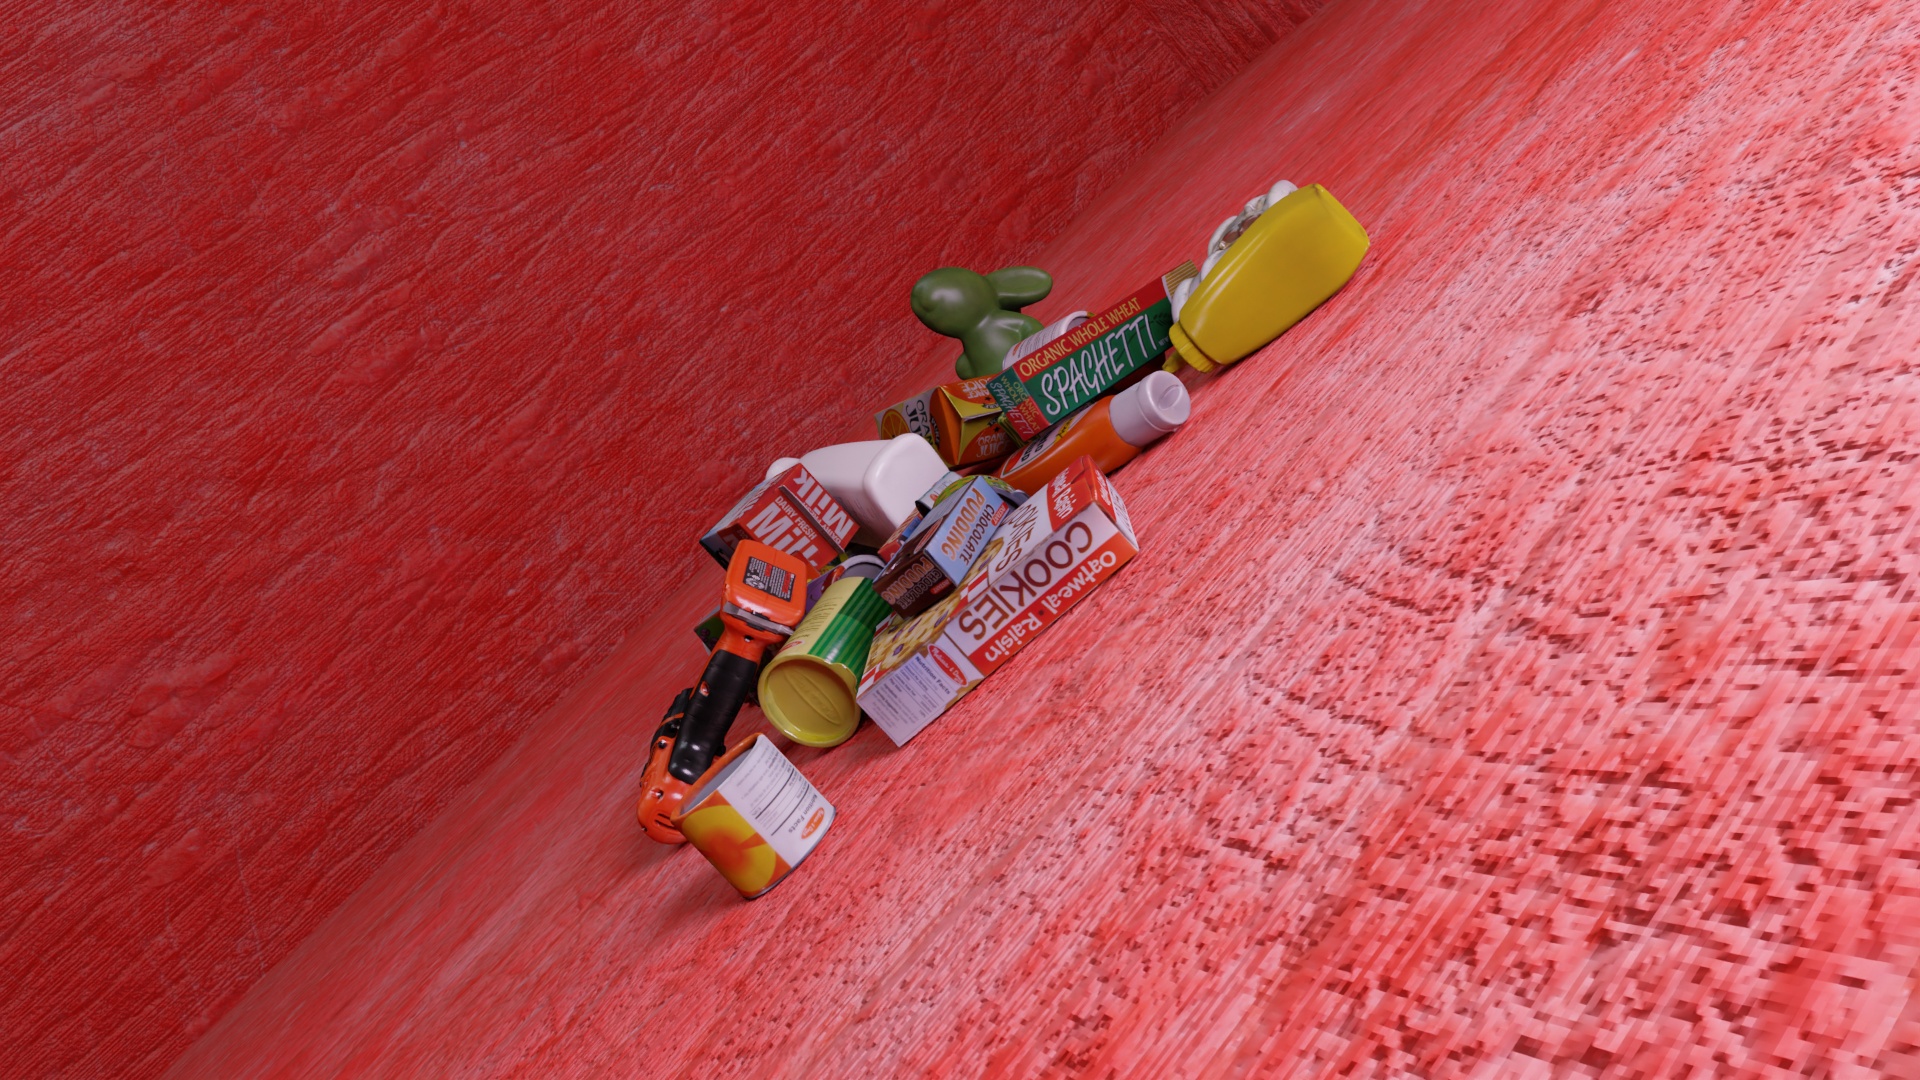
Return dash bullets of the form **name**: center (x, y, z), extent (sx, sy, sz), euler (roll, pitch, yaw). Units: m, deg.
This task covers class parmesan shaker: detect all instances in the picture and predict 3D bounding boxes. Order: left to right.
- **parmesan shaker**: center (-0.074, 0.073, 0.874), extent (0.071, 0.071, 0.103), euler (-36, 10, 30)

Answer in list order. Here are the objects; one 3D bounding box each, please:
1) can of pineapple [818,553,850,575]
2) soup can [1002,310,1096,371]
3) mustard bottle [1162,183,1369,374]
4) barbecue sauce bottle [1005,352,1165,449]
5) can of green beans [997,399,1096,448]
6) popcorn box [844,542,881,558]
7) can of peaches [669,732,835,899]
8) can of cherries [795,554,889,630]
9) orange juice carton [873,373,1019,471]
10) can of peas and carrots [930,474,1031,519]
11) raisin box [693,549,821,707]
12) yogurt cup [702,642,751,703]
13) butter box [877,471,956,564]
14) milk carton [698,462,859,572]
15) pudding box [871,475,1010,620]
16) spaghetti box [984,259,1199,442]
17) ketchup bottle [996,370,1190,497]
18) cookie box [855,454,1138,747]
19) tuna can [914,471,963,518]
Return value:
- **can of pineapple**: center (-0.112, 0.043, 1.172), extent (0.071, 0.058, 0.071), euler (-41, 10, 9)
- **soup can**: center (0.090, -0.155, 1.220), extent (0.083, 0.071, 0.072), euler (-21, 22, 52)
- **mustard bottle**: center (0.179, -0.152, 0.877), extent (0.159, 0.065, 0.049), euler (-41, 13, 28)
- **barbecue sauce bottle**: center (0.099, -0.120, 1.102), extent (0.148, 0.043, 0.065), euler (-30, 16, 48)
- **can of green beans**: center (0.070, -0.088, 1.032), extent (0.071, 0.058, 0.071), euler (-40, 10, 8)
- **popcorn box**: center (-0.071, -0.006, 1.277), extent (0.085, 0.038, 0.127), euler (-42, 10, -4)
- **can of peaches**: center (-0.110, 0.144, 0.727), extent (0.071, 0.058, 0.071), euler (-40, 10, 9)
- **can of cherries**: center (-0.076, 0.052, 0.983), extent (0.058, 0.071, 0.072), euler (-29, 16, 50)
- **orange juice carton**: center (-0.003, -0.101, 1.246), extent (0.072, 0.073, 0.192), euler (-14, 1, -26)
- **can of peas and carrots**: center (0.015, -0.008, 0.874), extent (0.071, 0.071, 0.059), euler (-41, 9, 4)
- **raisin box**: center (-0.141, 0.070, 1.080), extent (0.123, 0.086, 0.040), euler (-32, 9, 44)
- **yogurt cup**: center (-0.180, 0.097, 1.187), extent (0.054, 0.072, 0.072), euler (-34, 9, -4)
- **butter box**: center (-0.015, -0.002, 1.006), extent (0.024, 0.053, 0.104), euler (-32, 14, 39)
- **milk carton**: center (-0.145, -0.007, 1.130), extent (0.074, 0.072, 0.190), euler (-46, 11, -20)
- **pudding box**: center (-0.011, 0.004, 0.791), extent (0.049, 0.030, 0.084), euler (-34, 13, 39)
- **spaghetti box**: center (0.109, -0.140, 0.992), extent (0.028, 0.050, 0.251), euler (-31, 3, 46)
- **ketchup bottle**: center (0.087, -0.064, 0.905), extent (0.148, 0.043, 0.065), euler (-29, 13, 49)
- **cookie box**: center (0.020, 0.028, 0.776), extent (0.167, 0.040, 0.123), euler (-40, 10, 11)
- **tuna can**: center (0.003, -0.012, 0.947), extent (0.033, 0.071, 0.071), euler (-43, 10, -8)
